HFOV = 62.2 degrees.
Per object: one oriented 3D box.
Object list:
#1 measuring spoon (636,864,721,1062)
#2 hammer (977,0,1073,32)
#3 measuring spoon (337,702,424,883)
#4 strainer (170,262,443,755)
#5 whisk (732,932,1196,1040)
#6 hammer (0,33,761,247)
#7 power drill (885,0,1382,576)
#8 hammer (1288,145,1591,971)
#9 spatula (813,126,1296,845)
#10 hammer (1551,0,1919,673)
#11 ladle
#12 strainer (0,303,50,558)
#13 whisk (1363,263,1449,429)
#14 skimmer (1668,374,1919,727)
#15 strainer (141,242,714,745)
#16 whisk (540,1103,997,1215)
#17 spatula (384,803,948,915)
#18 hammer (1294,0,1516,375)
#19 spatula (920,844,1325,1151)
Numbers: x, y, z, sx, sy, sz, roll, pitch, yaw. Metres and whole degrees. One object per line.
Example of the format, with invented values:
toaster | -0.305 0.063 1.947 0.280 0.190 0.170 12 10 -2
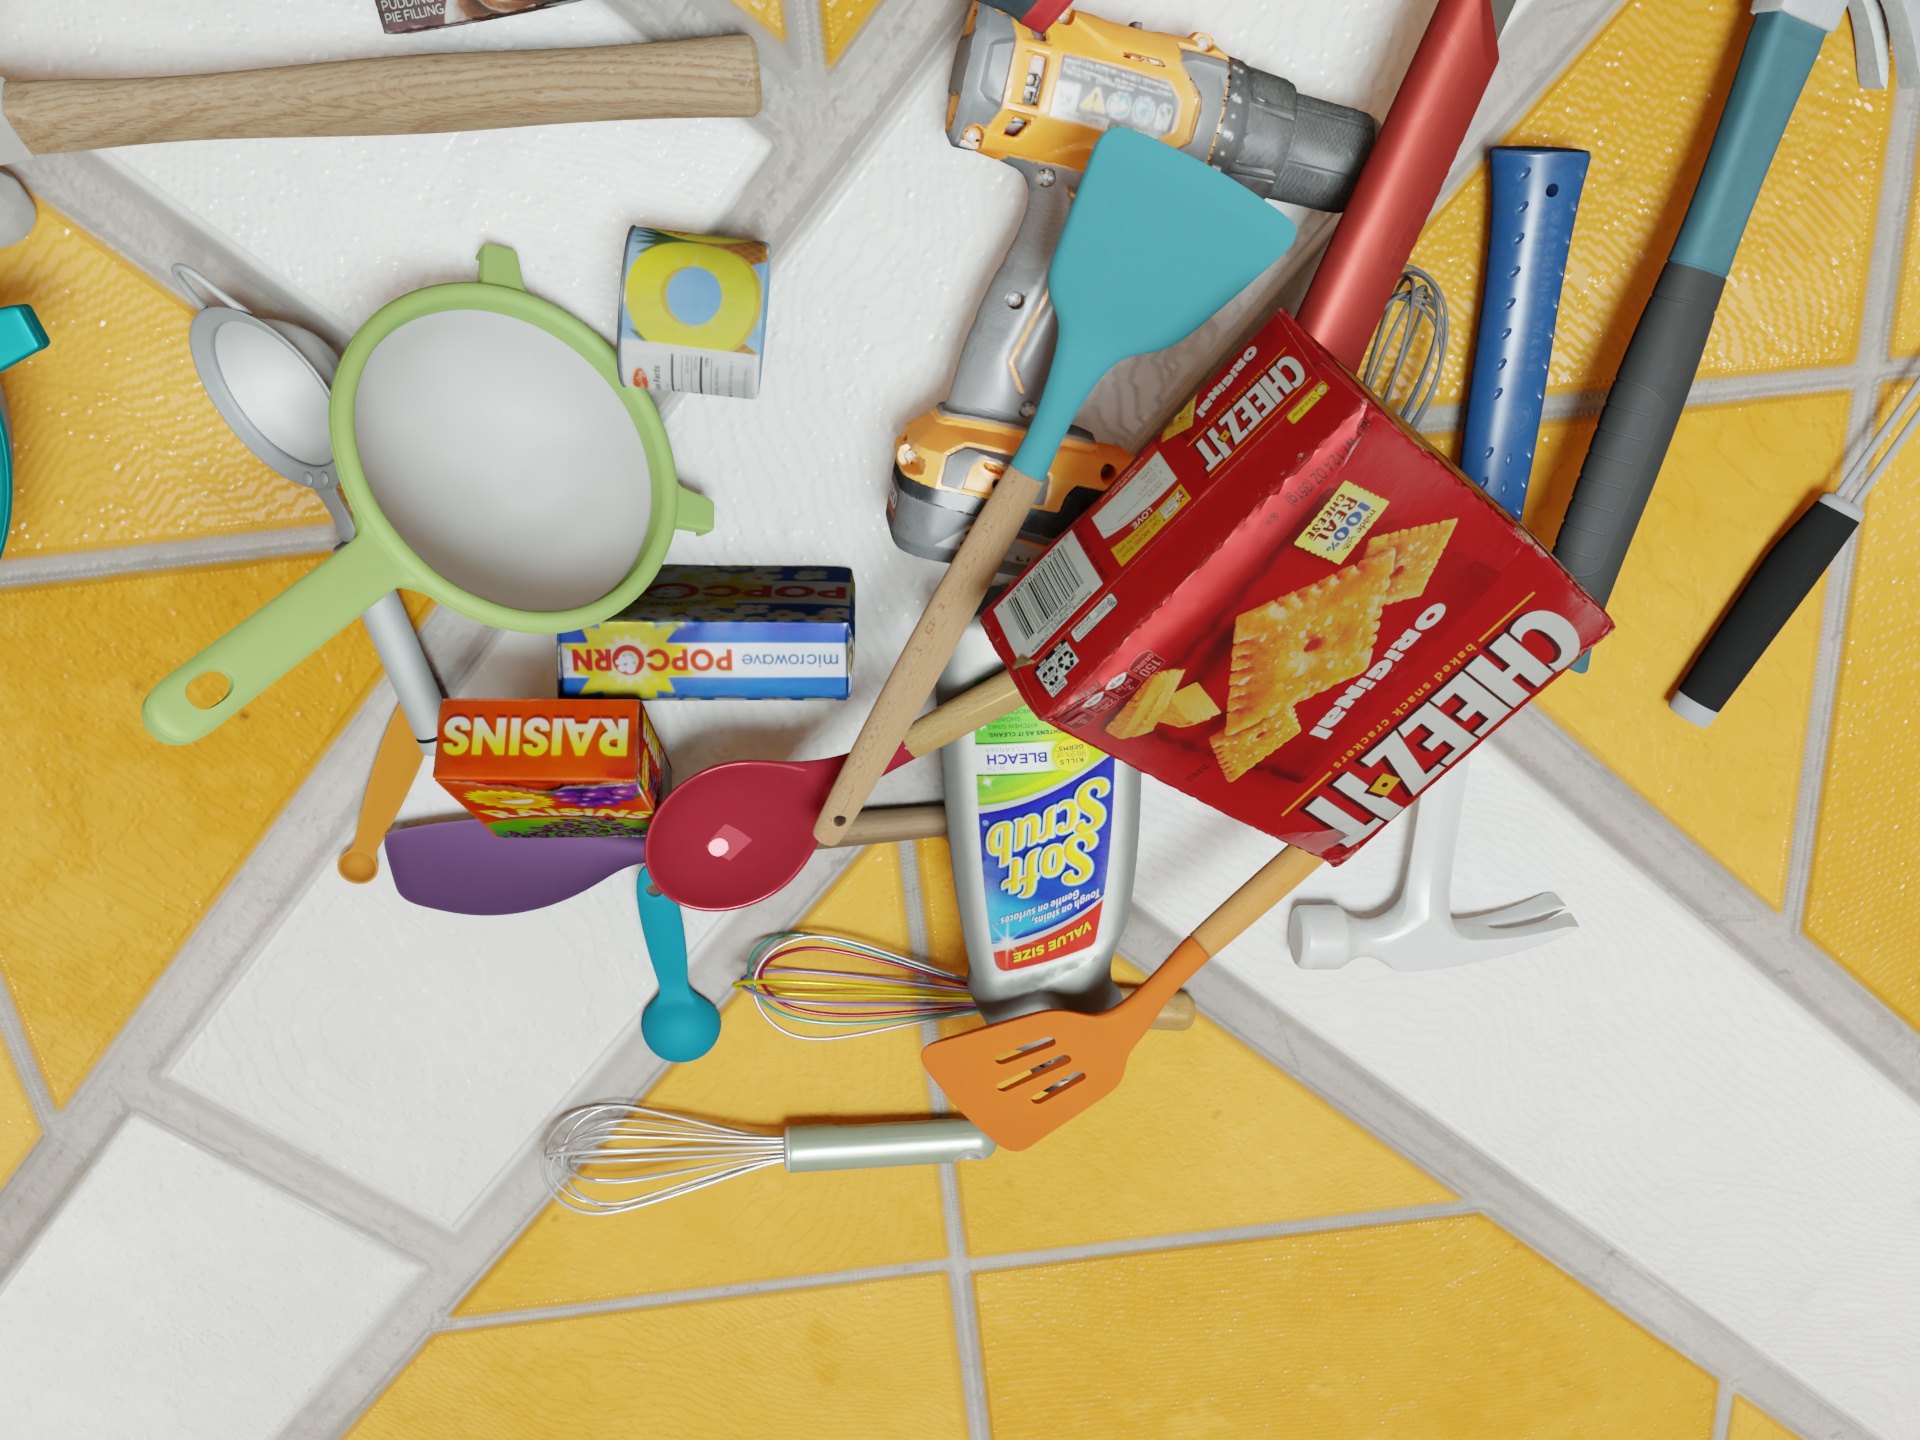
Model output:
measuring spoon | -0.149 0.129 0.811 0.042 0.021 0.128 -5 123 -2
hammer | -0.135 -0.321 0.569 0.386 0.038 0.143 6 110 -4
measuring spoon | -0.278 0.029 0.776 0.021 0.011 0.117 21 107 -16
strainer | -0.271 -0.083 0.706 0.087 0.050 0.258 7 125 34
whisk | 0.004 0.144 0.832 0.245 0.051 0.047 6 134 -11
hammer | -0.244 -0.243 0.617 0.331 0.130 0.031 -7 76 -9
power drill | 0.070 -0.172 0.674 0.185 0.084 0.226 10 108 -10
hammer | 0.249 -0.058 0.757 0.144 0.035 0.405 0 114 -3
spatula | 0.014 -0.074 0.634 0.082 0.044 0.317 23 110 -18
hammer | 0.309 -0.179 0.682 0.128 0.033 0.331 10 107 -20
ladle | -0.001 -0.002 0.696 0.315 0.031 0.069 -28 111 13
strainer | -0.535 -0.149 0.634 0.340 0.095 0.211 25 107 -12
whisk | 0.168 -0.091 0.733 0.055 0.055 0.238 11 117 -8
skimmer | 0.440 -0.140 0.701 0.127 0.090 0.363 25 111 -9
strainer | -0.225 -0.069 0.637 0.069 0.256 0.151 -20 114 47
whisk | -0.101 0.231 0.859 0.246 0.059 0.057 -1 151 -7
spatula | -0.124 0.062 0.793 0.316 0.018 0.059 -6 121 -2
hammer | 0.179 -0.243 0.616 0.149 0.037 0.359 13 106 -37
spatula | 0.127 0.086 0.749 0.322 0.041 0.081 -41 114 -2
